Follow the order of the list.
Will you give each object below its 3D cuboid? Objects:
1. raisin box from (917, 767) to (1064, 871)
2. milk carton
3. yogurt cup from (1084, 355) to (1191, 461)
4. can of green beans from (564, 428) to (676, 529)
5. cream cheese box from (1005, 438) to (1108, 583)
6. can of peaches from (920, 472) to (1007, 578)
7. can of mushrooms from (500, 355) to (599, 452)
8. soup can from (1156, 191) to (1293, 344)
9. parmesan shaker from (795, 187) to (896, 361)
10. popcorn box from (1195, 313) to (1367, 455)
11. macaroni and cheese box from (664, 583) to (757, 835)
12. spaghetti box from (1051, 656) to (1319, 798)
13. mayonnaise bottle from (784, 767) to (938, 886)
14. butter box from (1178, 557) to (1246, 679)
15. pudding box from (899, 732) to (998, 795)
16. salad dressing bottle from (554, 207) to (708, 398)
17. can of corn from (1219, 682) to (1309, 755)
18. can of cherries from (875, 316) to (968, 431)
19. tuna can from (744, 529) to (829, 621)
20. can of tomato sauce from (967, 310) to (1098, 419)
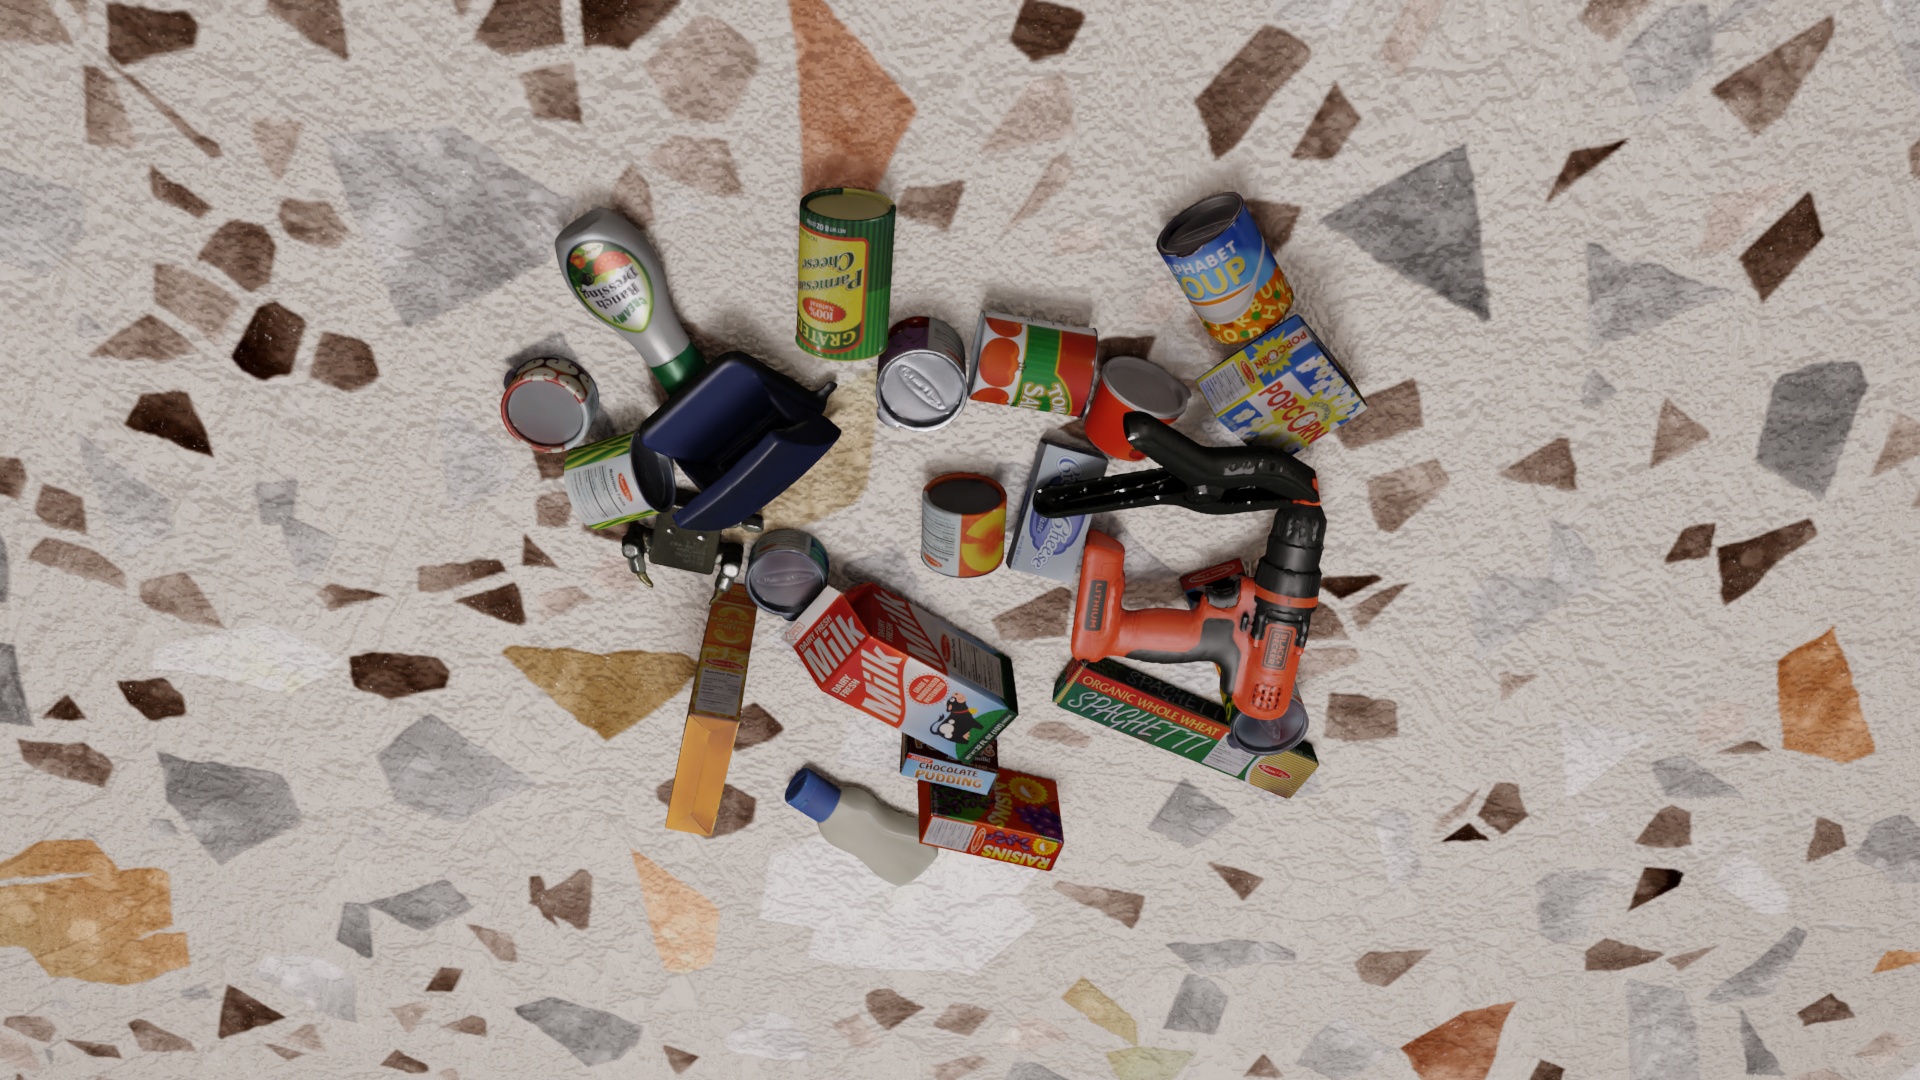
[{"bbox_3d":[0.026,0.240,1.233,0.123,0.086,0.040,15,117,-11],"label":"raisin box"},{"bbox_3d":[-0.050,0.102,1.143,0.190,0.074,0.072,31,118,-23],"label":"milk carton"},{"bbox_3d":[0.127,-0.096,1.029,0.072,0.073,0.053,16,130,-12],"label":"yogurt cup"},{"bbox_3d":[-0.256,-0.046,1.048,0.058,0.071,0.071,-14,123,15],"label":"can of green beans"},{"bbox_3d":[0.075,-0.023,1.079,0.053,0.024,0.103,13,101,-11],"label":"cream cheese box"},{"bbox_3d":[0.004,-0.014,1.080,0.071,0.071,0.057,1,123,-2],"label":"can of peaches"},{"bbox_3d":[-0.308,-0.101,1.032,0.071,0.034,0.070,-1,124,-1],"label":"can of mushrooms"},{"bbox_3d":[0.184,-0.186,0.965,0.071,0.072,0.083,-29,120,17],"label":"soup can"},{"bbox_3d":[-0.083,-0.185,0.964,0.071,0.072,0.102,3,123,-3],"label":"parmesan shaker"},{"bbox_3d":[0.234,-0.106,1.003,0.085,0.038,0.126,-34,152,19],"label":"popcorn box"},{"bbox_3d":[-0.196,0.131,1.108,0.040,0.167,0.123,12,123,-10],"label":"macaroni and cheese box"},{"bbox_3d":[0.199,0.162,1.221,0.250,0.029,0.050,23,120,-16],"label":"spaghetti box"},{"bbox_3d":[-0.092,0.260,1.272,0.148,0.041,0.064,37,114,-21],"label":"mayonnaise bottle"},{"bbox_3d":[0.224,0.066,1.161,0.053,0.024,0.103,-20,121,12],"label":"butter box"},{"bbox_3d":[-0.010,0.188,1.221,0.084,0.050,0.030,16,124,-10],"label":"pudding box"},{"bbox_3d":[-0.227,-0.163,0.987,0.064,0.044,0.147,-24,122,13],"label":"salad dressing bottle"},{"bbox_3d":[0.257,0.142,1.191,0.071,0.058,0.070,-1,124,-1],"label":"can of corn"},{"bbox_3d":[-0.031,-0.121,1.011,0.071,0.059,0.071,-1,124,-1],"label":"can of cherries"},{"bbox_3d":[-0.139,0.028,1.121,0.071,0.033,0.070,-1,123,-1],"label":"tuna can"},{"bbox_3d":[0.051,-0.126,1.003,0.083,0.071,0.070,9,123,-6],"label":"can of tomato sauce"}]
